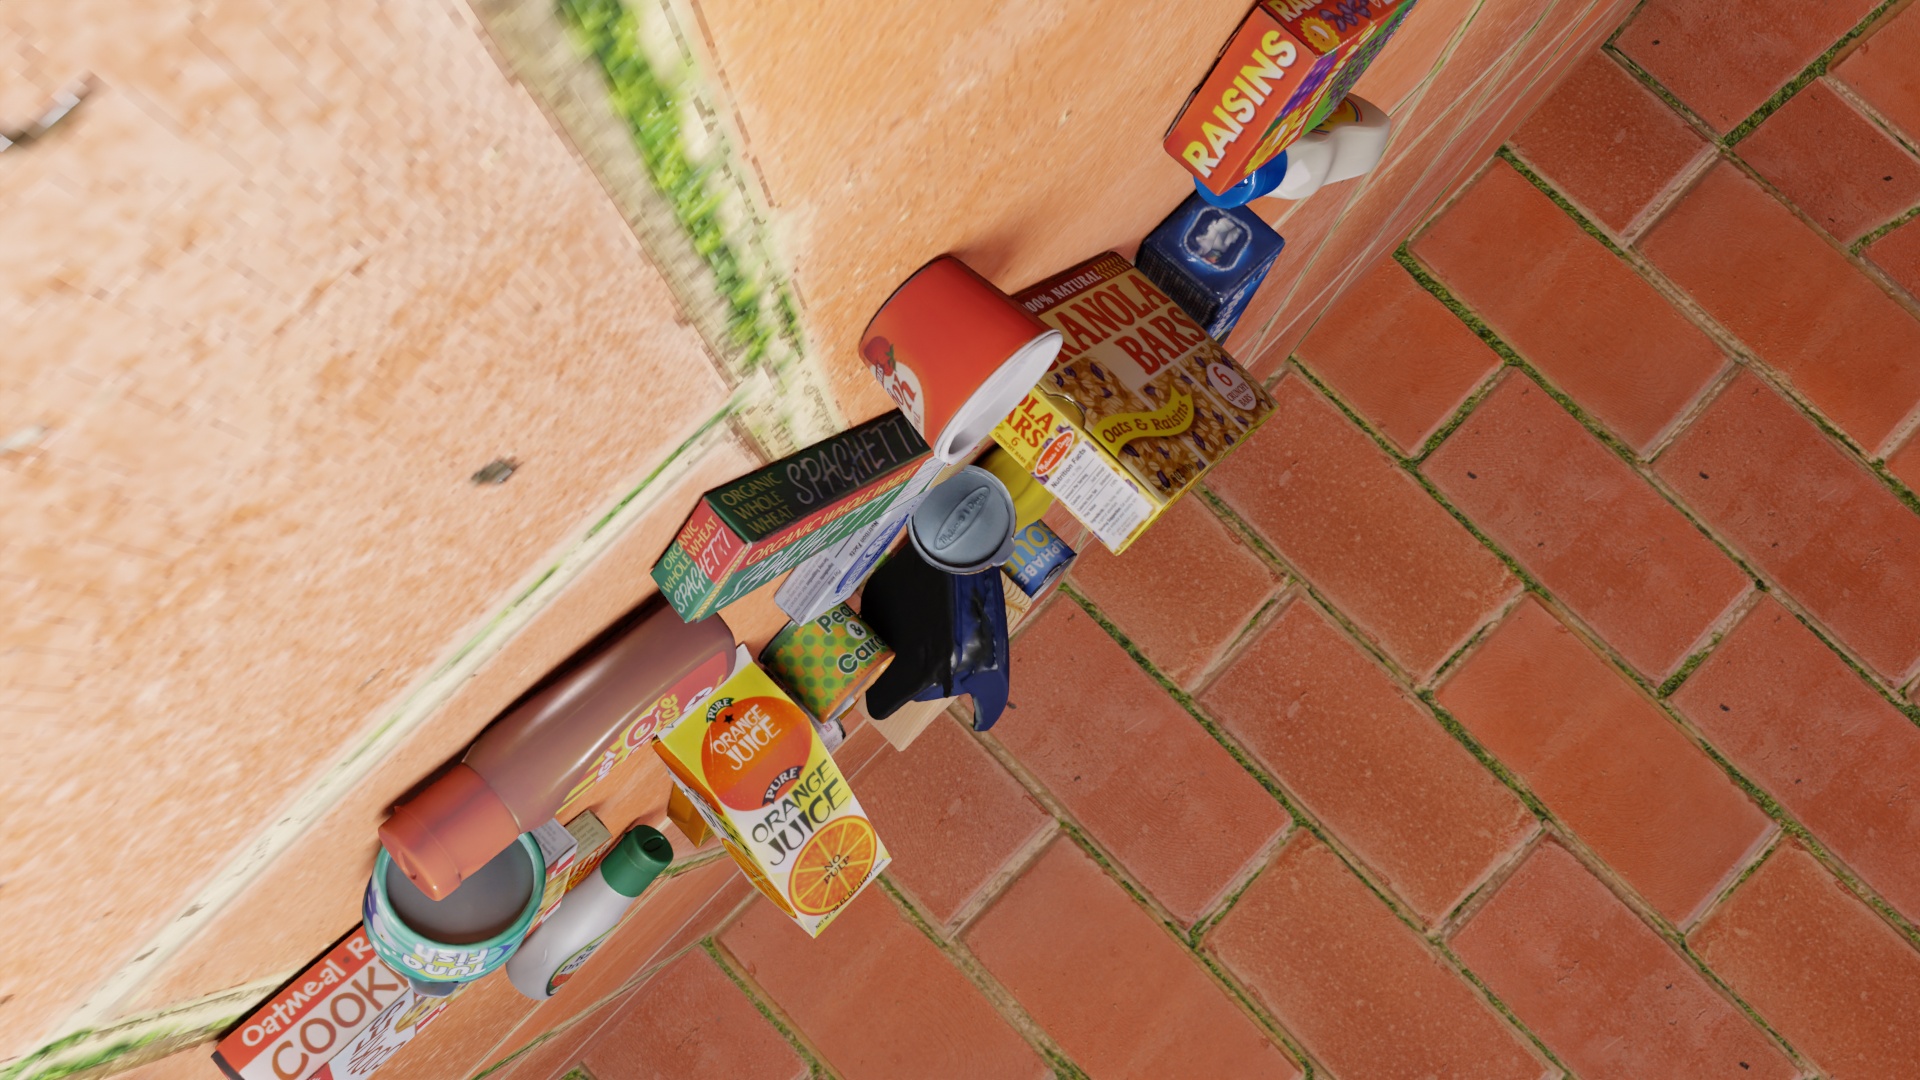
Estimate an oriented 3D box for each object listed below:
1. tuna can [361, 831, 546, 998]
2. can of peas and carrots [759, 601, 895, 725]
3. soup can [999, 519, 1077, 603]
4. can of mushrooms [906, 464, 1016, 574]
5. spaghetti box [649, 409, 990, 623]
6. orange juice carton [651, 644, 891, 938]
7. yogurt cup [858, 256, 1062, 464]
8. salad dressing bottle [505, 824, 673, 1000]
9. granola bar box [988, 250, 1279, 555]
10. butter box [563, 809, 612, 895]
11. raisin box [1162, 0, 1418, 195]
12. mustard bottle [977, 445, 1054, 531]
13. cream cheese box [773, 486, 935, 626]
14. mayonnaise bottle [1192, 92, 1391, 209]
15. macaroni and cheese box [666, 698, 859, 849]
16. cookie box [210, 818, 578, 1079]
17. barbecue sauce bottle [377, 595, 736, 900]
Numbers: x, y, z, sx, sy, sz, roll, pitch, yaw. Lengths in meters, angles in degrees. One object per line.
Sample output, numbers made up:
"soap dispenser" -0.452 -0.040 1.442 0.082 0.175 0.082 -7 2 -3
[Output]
"tuna can" -0.202 0.142 0.554 0.071 0.071 0.032 -38 168 -45
"can of peas and carrots" -0.083 0.073 0.882 0.071 0.059 0.071 -45 173 -7
"soup can" 0.039 0.005 1.085 0.071 0.084 0.071 -45 173 -7
"can of mushrooms" 0.003 -0.011 0.847 0.071 0.071 0.033 -45 174 0
"spaghetti box" -0.048 -0.027 0.637 0.050 0.029 0.251 -49 172 31
"orange juice carton" -0.119 0.148 0.840 0.072 0.073 0.191 -43 133 -22
"yogurt cup" -0.002 -0.072 0.538 0.072 0.054 0.072 -44 173 -7
"salad dressing bottle" -0.264 0.264 0.990 0.147 0.044 0.064 -47 171 14
"granola bar box" 0.077 -0.075 0.688 0.039 0.124 0.166 -51 171 36
"butter box" -0.249 0.201 0.798 0.104 0.024 0.052 -38 169 -45
"raisin box" 0.157 -0.223 0.654 0.124 0.040 0.085 -41 172 -40
"mustard bottle" 0.040 -0.036 1.002 0.065 0.049 0.160 -44 173 2
"cream cheese box" -0.057 0.000 0.755 0.103 0.024 0.053 -50 170 34
"mayonnaise bottle" 0.176 -0.211 0.747 0.149 0.065 0.041 -32 144 -46
"macaroni and cheese box" -0.143 0.150 1.048 0.167 0.040 0.123 -41 172 -27
"cookie box" -0.267 0.206 0.668 0.168 0.040 0.122 -41 172 -34
"barbecue sauce bottle" -0.158 0.080 0.556 0.149 0.044 0.064 -40 172 -33
